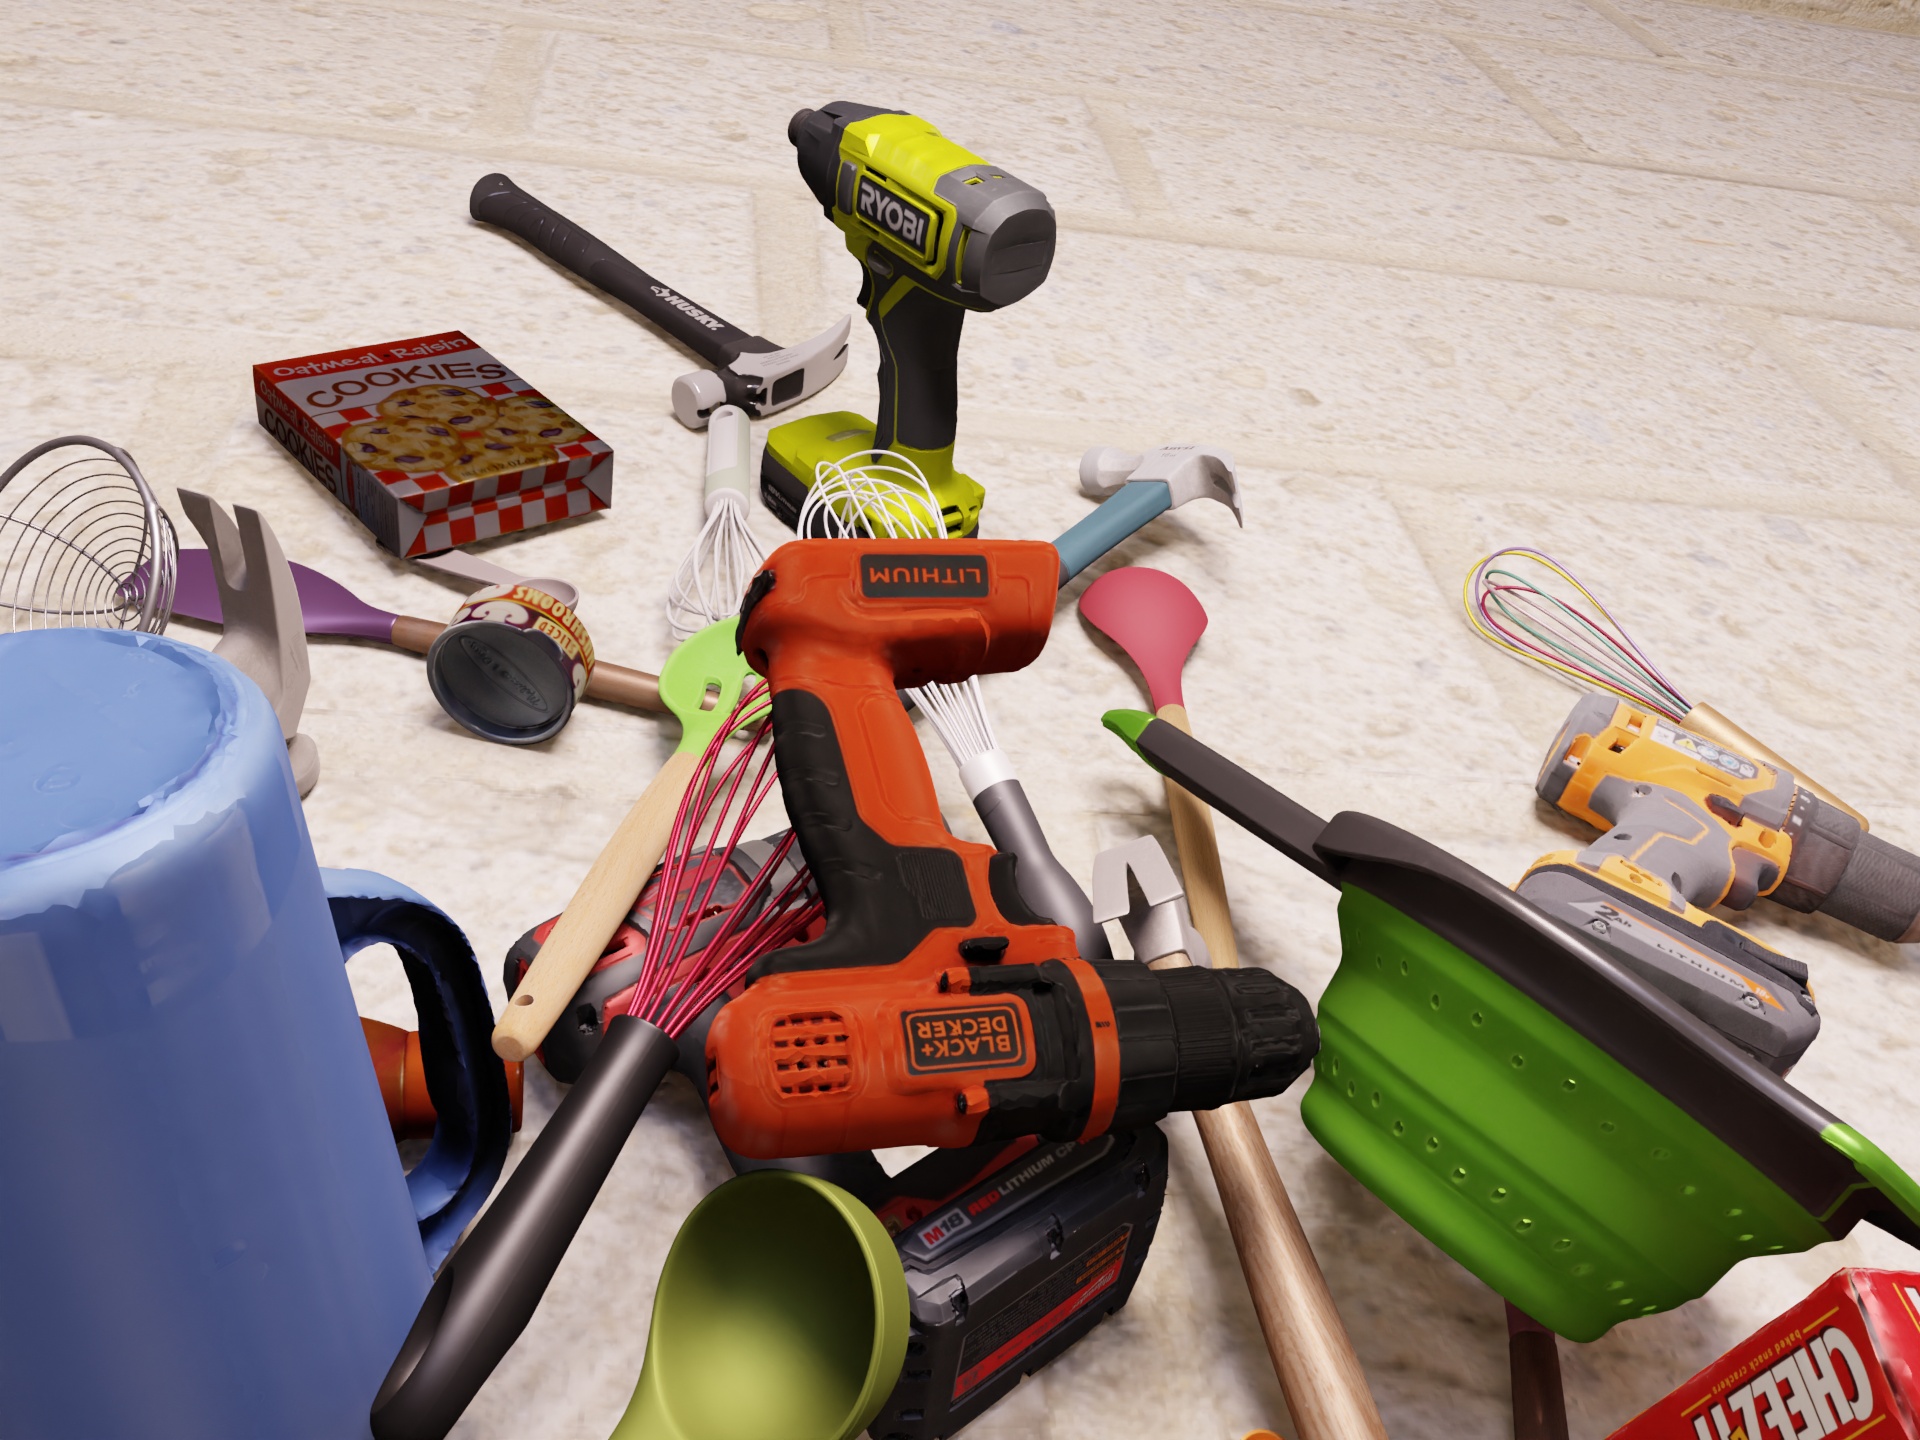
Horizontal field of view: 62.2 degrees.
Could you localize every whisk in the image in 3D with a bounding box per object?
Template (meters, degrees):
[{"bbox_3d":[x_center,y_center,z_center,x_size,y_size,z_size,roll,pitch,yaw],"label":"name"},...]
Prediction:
[{"bbox_3d":[0.371,-0.012,0.855,0.047,0.051,0.245,-35,59,-18],"label":"whisk"},{"bbox_3d":[-0.088,0.083,0.493,0.073,0.073,0.296,20,50,11],"label":"whisk"},{"bbox_3d":[-0.125,-0.110,0.847,0.058,0.059,0.247,-19,35,6],"label":"whisk"},{"bbox_3d":[-0.002,-0.002,0.688,0.070,0.070,0.285,-13,64,-28],"label":"whisk"}]

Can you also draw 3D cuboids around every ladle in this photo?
[{"bbox_3d":[-0.143,0.222,0.373,0.320,0.062,0.078,-33,48,-25],"label":"ladle"},{"bbox_3d":[0.103,0.015,0.762,0.069,0.031,0.316,2,41,-5],"label":"ladle"}]

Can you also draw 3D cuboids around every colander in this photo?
[{"bbox_3d":[0.141,0.097,0.572,0.204,0.094,0.397,38,0,-34],"label":"colander"}]

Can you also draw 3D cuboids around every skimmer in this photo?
[{"bbox_3d":[-0.397,0.028,0.571,0.127,0.090,0.364,-14,36,20],"label":"skimmer"}]

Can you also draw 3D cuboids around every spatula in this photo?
[{"bbox_3d":[-0.239,-0.038,0.749,0.316,0.018,0.060,14,37,5],"label":"spatula"}]

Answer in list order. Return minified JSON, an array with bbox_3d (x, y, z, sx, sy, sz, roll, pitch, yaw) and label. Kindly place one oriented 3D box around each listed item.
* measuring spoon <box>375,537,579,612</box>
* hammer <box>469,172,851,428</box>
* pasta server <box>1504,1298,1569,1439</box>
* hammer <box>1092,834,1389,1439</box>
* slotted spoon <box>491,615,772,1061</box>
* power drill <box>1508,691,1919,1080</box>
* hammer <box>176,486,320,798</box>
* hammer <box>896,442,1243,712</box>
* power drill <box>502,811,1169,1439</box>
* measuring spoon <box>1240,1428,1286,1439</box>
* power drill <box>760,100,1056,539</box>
[{"bbox_3d":[-0.244,-0.069,0.795,0.124,0.018,0.034,19,33,21],"label":"measuring spoon"},{"bbox_3d":[-0.218,-0.293,1.061,0.335,0.035,0.146,37,45,29],"label":"hammer"},{"bbox_3d":[0.188,0.222,0.514,0.060,0.040,0.316,5,38,11],"label":"pasta server"},{"bbox_3d":[0.103,0.176,0.510,0.031,0.129,0.332,-22,50,6],"label":"hammer"},{"bbox_3d":[-0.114,0.030,0.609,0.070,0.031,0.314,0,25,8],"label":"slotted spoon"},{"bbox_3d":[0.331,0.083,0.692,0.185,0.084,0.226,27,36,17],"label":"power drill"},{"bbox_3d":[-0.320,0.093,0.484,0.038,0.146,0.411,15,43,4],"label":"hammer"},{"bbox_3d":[0.036,-0.072,0.825,0.128,0.033,0.331,7,34,41],"label":"hammer"},{"bbox_3d":[-0.030,0.116,0.564,0.188,0.080,0.227,-23,46,-35],"label":"power drill"},{"bbox_3d":[0.053,0.245,0.476,0.117,0.011,0.021,-16,46,-26],"label":"measuring spoon"},{"bbox_3d":[-0.040,-0.197,0.830,0.080,0.223,0.171,-23,49,-36],"label":"power drill"}]
